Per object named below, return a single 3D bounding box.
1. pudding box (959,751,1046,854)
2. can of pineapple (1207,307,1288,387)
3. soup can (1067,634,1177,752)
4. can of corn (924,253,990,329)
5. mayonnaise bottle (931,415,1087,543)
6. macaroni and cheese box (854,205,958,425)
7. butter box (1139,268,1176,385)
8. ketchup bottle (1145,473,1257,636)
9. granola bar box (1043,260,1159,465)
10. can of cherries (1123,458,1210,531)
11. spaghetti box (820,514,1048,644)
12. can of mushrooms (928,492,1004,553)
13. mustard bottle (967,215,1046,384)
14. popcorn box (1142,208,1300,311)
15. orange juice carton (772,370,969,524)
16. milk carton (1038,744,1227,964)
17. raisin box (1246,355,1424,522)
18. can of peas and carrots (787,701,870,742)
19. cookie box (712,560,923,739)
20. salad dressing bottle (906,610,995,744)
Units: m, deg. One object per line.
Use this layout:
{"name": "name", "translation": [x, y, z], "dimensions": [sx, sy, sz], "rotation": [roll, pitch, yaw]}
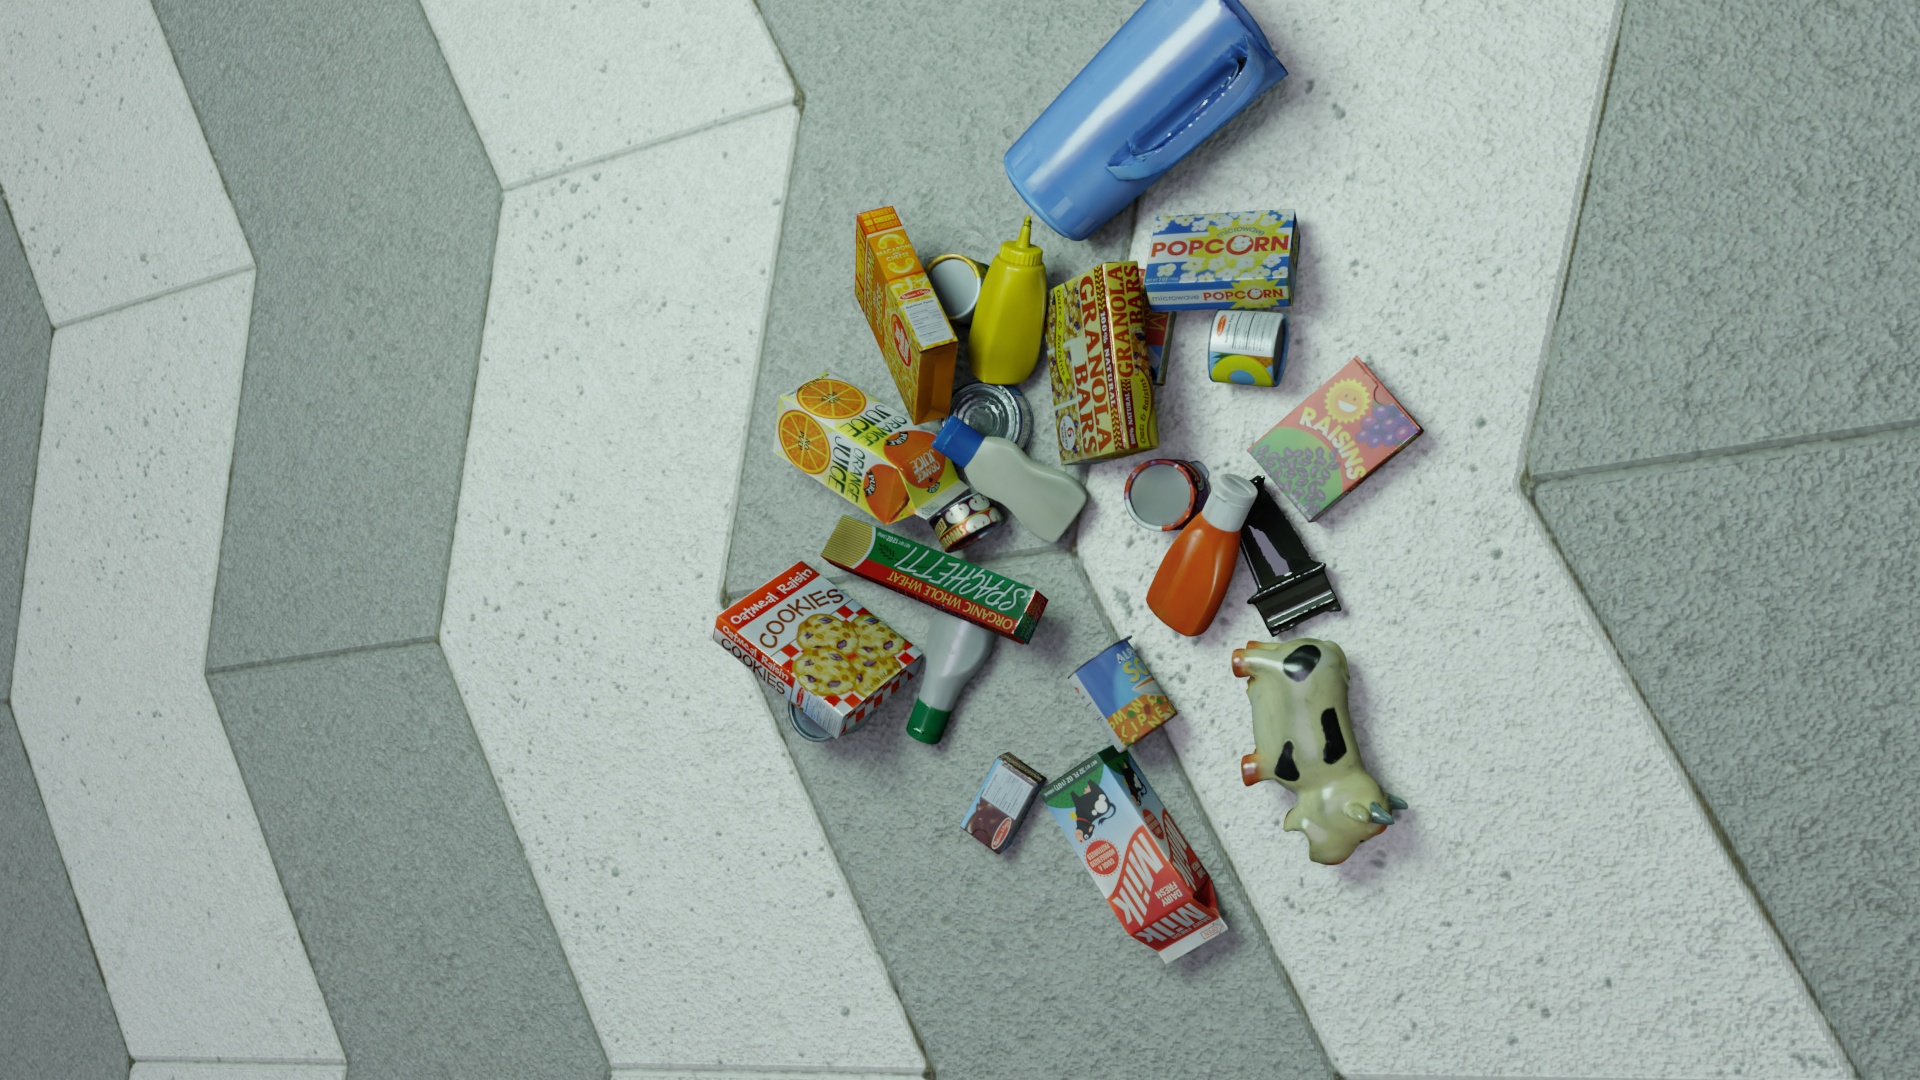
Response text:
{"name": "pudding box", "translation": [0.040, 0.252, 1.337], "dimensions": [0.050, 0.030, 0.083], "rotation": [31, 103, 19]}
{"name": "can of pineapple", "translation": [0.254, -0.169, 1.221], "dimensions": [0.058, 0.071, 0.071], "rotation": [9, 94, 23]}
{"name": "soup can", "translation": [0.150, 0.140, 1.269], "dimensions": [0.071, 0.071, 0.084], "rotation": [-39, 77, 20]}
{"name": "can of corn", "translation": [-0.001, -0.240, 1.334], "dimensions": [0.071, 0.058, 0.071], "rotation": [0, 91, 24]}
{"name": "mayonnaise bottle", "translation": [0.044, -0.062, 1.297], "dimensions": [0.148, 0.041, 0.064], "rotation": [34, 107, -5]}
{"name": "macaroni and cheese box", "translation": [-0.053, -0.211, 1.307], "dimensions": [0.040, 0.123, 0.167], "rotation": [-17, 65, -14]}
{"name": "butter box", "translation": [0.169, -0.197, 1.278], "dimensions": [0.053, 0.024, 0.103], "rotation": [11, 96, 23]}
{"name": "ketchup bottle", "translation": [0.215, 0.011, 1.222], "dimensions": [0.065, 0.044, 0.148], "rotation": [42, 129, 31]}
{"name": "granola bar box", "translation": [0.123, -0.156, 1.252], "dimensions": [0.124, 0.039, 0.165], "rotation": [169, 95, -67]}
{"name": "can of cherries", "translation": [0.188, -0.043, 1.253], "dimensions": [0.071, 0.058, 0.071], "rotation": [1, 92, 24]}
{"name": "spaghetti box", "translation": [-0.029, 0.035, 1.330], "dimensions": [0.250, 0.028, 0.050], "rotation": [20, 77, 35]}
{"name": "can of mushrooms", "translation": [0.005, -0.017, 1.327], "dimensions": [0.071, 0.071, 0.033], "rotation": [-32, 80, 21]}
{"name": "mustard bottle", "translation": [0.049, -0.224, 1.285], "dimensions": [0.049, 0.065, 0.159], "rotation": [50, 136, 50]}
{"name": "popcorn box", "translation": [0.229, -0.246, 1.218], "dimensions": [0.127, 0.038, 0.085], "rotation": [1, 55, 20]}
{"name": "orange juice carton", "translation": [-0.086, -0.083, 1.349], "dimensions": [0.193, 0.072, 0.072], "rotation": [32, 133, 22]}
{"name": "milk carton", "translation": [0.161, 0.285, 1.261], "dimensions": [0.072, 0.073, 0.191], "rotation": [-37, 77, 20]}
{"name": "raisin box", "translation": [0.324, -0.087, 1.204], "dimensions": [0.123, 0.040, 0.086], "rotation": [-42, 74, 18]}
{"name": "can of peas and carrots", "translation": [-0.132, 0.164, 1.396], "dimensions": [0.071, 0.059, 0.071], "rotation": [0, 90, 24]}
{"name": "cookie box", "translation": [-0.141, 0.104, 1.364], "dimensions": [0.168, 0.123, 0.040], "rotation": [35, 134, 19]}
{"name": "salad dressing bottle", "translation": [-0.012, 0.125, 1.352], "dimensions": [0.064, 0.044, 0.147], "rotation": [25, 102, 21]}
